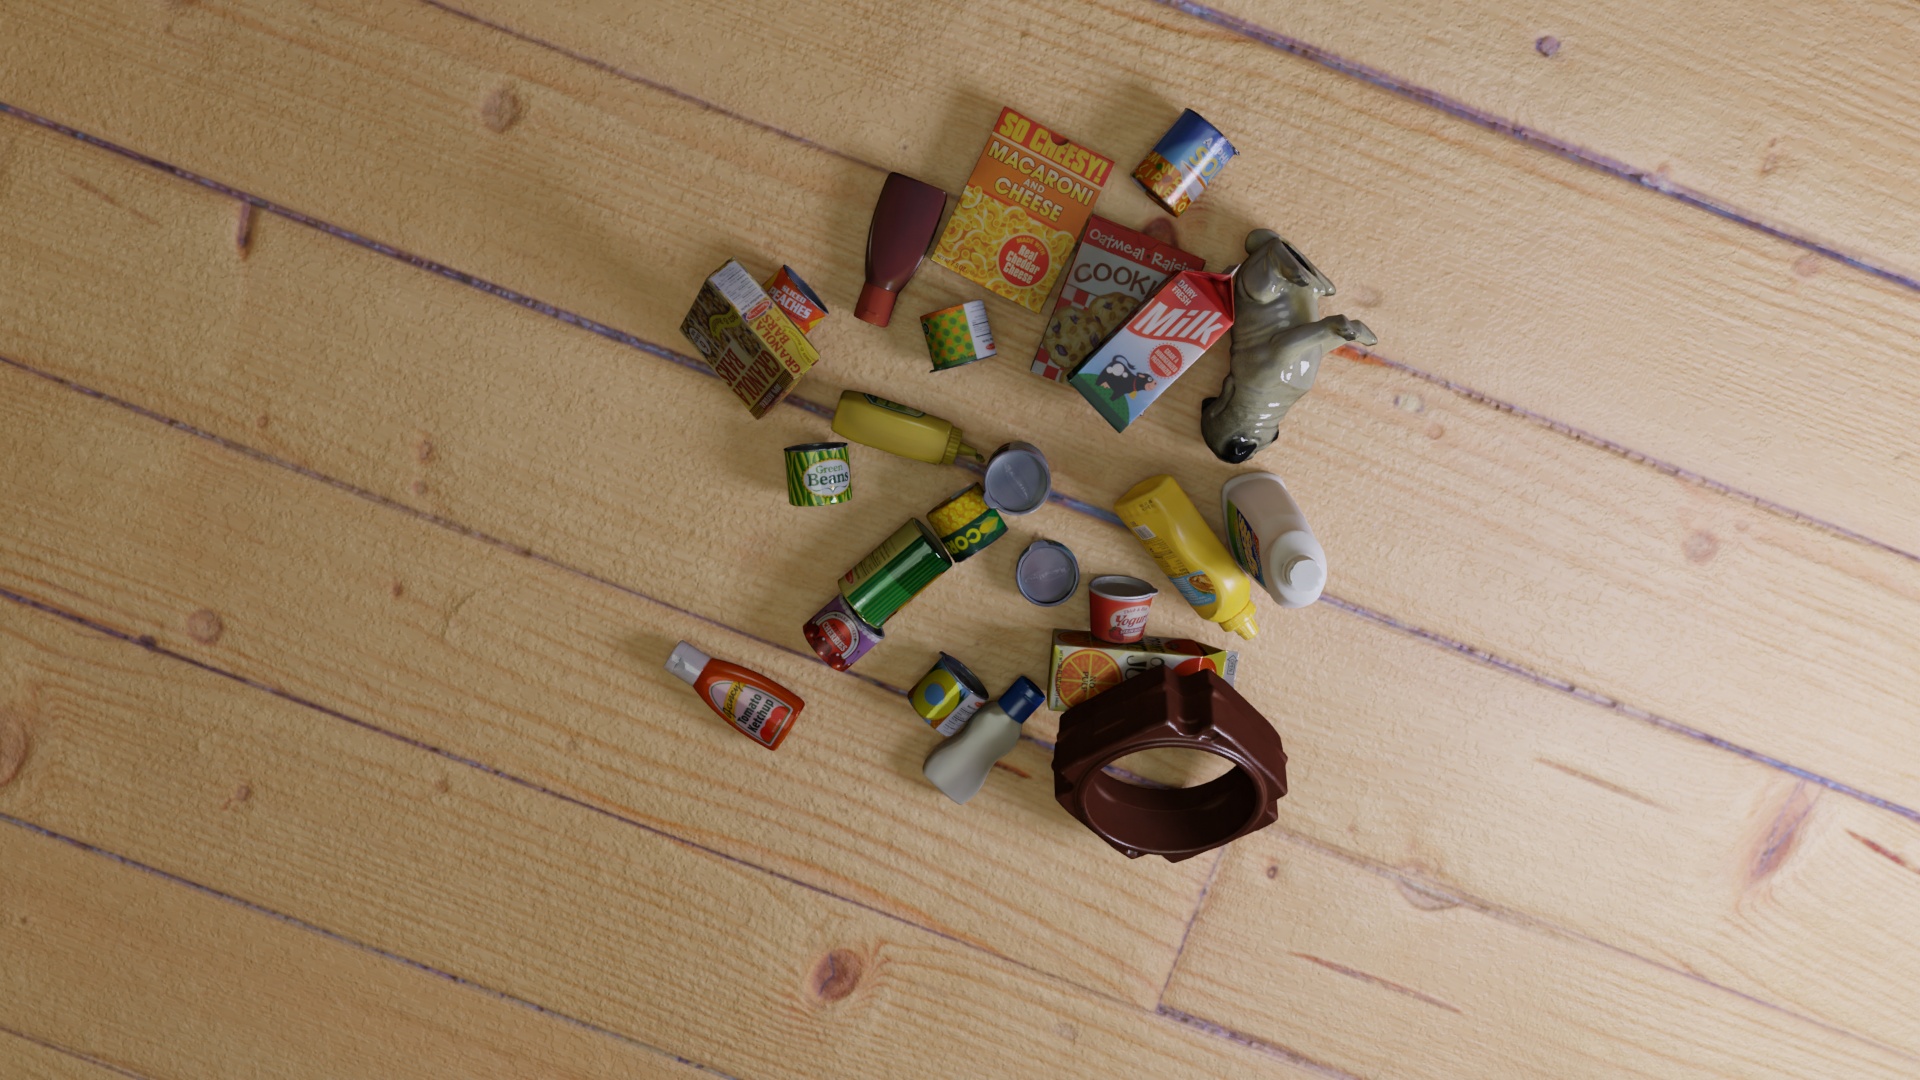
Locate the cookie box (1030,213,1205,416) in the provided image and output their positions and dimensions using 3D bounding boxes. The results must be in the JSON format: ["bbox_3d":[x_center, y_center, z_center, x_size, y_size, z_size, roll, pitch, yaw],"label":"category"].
[{"bbox_3d":[0.157,-0.226,1.395,0.123,0.040,0.167,21,99,-2],"label":"cookie box"}]

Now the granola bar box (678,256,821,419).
[{"bbox_3d":[-0.208,-0.193,1.355,0.039,0.165,0.124,-43,97,-21],"label":"granola bar box"}]

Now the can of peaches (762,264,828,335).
[{"bbox_3d":[-0.176,-0.233,1.392,0.058,0.071,0.071,-40,96,9],"label":"can of peaches"}]

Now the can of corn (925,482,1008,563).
[{"bbox_3d":[0.005,-0.018,1.420,0.071,0.071,0.058,-32,96,7],"label":"can of corn"}]

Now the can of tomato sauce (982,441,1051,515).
[{"bbox_3d":[0.056,-0.062,1.404,0.071,0.083,0.071,0,100,2],"label":"can of tomato sauce"}]

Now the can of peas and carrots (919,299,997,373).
[{"bbox_3d":[-0.005,-0.205,1.393,0.071,0.071,0.058,-15,98,5],"label":"can of peas and carrots"}]

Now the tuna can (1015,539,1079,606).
[{"bbox_3d":[0.089,0.031,1.444,0.071,0.033,0.071,0,100,2],"label":"tuna can"}]

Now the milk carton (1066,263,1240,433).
[{"bbox_3d":[0.195,-0.198,1.341,0.190,0.072,0.073,-44,96,8],"label":"milk carton"}]

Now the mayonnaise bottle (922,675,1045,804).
[{"bbox_3d":[0.028,0.208,1.473,0.065,0.041,0.148,42,97,-6],"label":"mayonnaise bottle"}]

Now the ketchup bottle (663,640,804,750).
[{"bbox_3d":[-0.242,0.159,1.474,0.149,0.043,0.064,32,100,-3],"label":"ketchup bottle"}]

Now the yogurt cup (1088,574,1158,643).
[{"bbox_3d":[0.164,0.071,1.434,0.072,0.072,0.053,4,108,2],"label":"yogurt cup"}]

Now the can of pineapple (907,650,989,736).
[{"bbox_3d":[-0.014,0.161,1.454,0.071,0.071,0.058,43,99,-5],"label":"can of pineapple"}]

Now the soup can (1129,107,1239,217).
[{"bbox_3d":[0.218,-0.366,1.355,0.071,0.071,0.083,40,99,-5],"label":"soup can"}]

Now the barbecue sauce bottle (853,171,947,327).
[{"bbox_3d":[-0.066,-0.289,1.392,0.065,0.044,0.148,21,100,-1],"label":"barbecue sauce bottle"}]

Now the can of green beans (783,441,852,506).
[{"bbox_3d":[-0.145,-0.068,1.420,0.071,0.071,0.057,-4,100,3],"label":"can of green beans"}]

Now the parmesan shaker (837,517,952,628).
[{"bbox_3d":[-0.066,0.035,1.432,0.103,0.071,0.071,-40,96,8],"label":"parmesan shaker"}]

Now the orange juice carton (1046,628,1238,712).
[{"bbox_3d":[0.188,0.141,1.438,0.193,0.073,0.071,5,100,1],"label":"orange juice carton"}]

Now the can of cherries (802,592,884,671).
[{"bbox_3d":[-0.122,0.094,1.444,0.058,0.071,0.071,-40,96,9],"label":"can of cherries"}]

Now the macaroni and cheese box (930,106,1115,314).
[{"bbox_3d":[0.062,-0.327,1.382,0.124,0.040,0.166,26,100,-3],"label":"macaroni and cheese box"}]

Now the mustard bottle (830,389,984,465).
[{"bbox_3d":[-0.050,-0.110,1.414,0.160,0.065,0.048,17,105,-6],"label":"mustard bottle"}]
